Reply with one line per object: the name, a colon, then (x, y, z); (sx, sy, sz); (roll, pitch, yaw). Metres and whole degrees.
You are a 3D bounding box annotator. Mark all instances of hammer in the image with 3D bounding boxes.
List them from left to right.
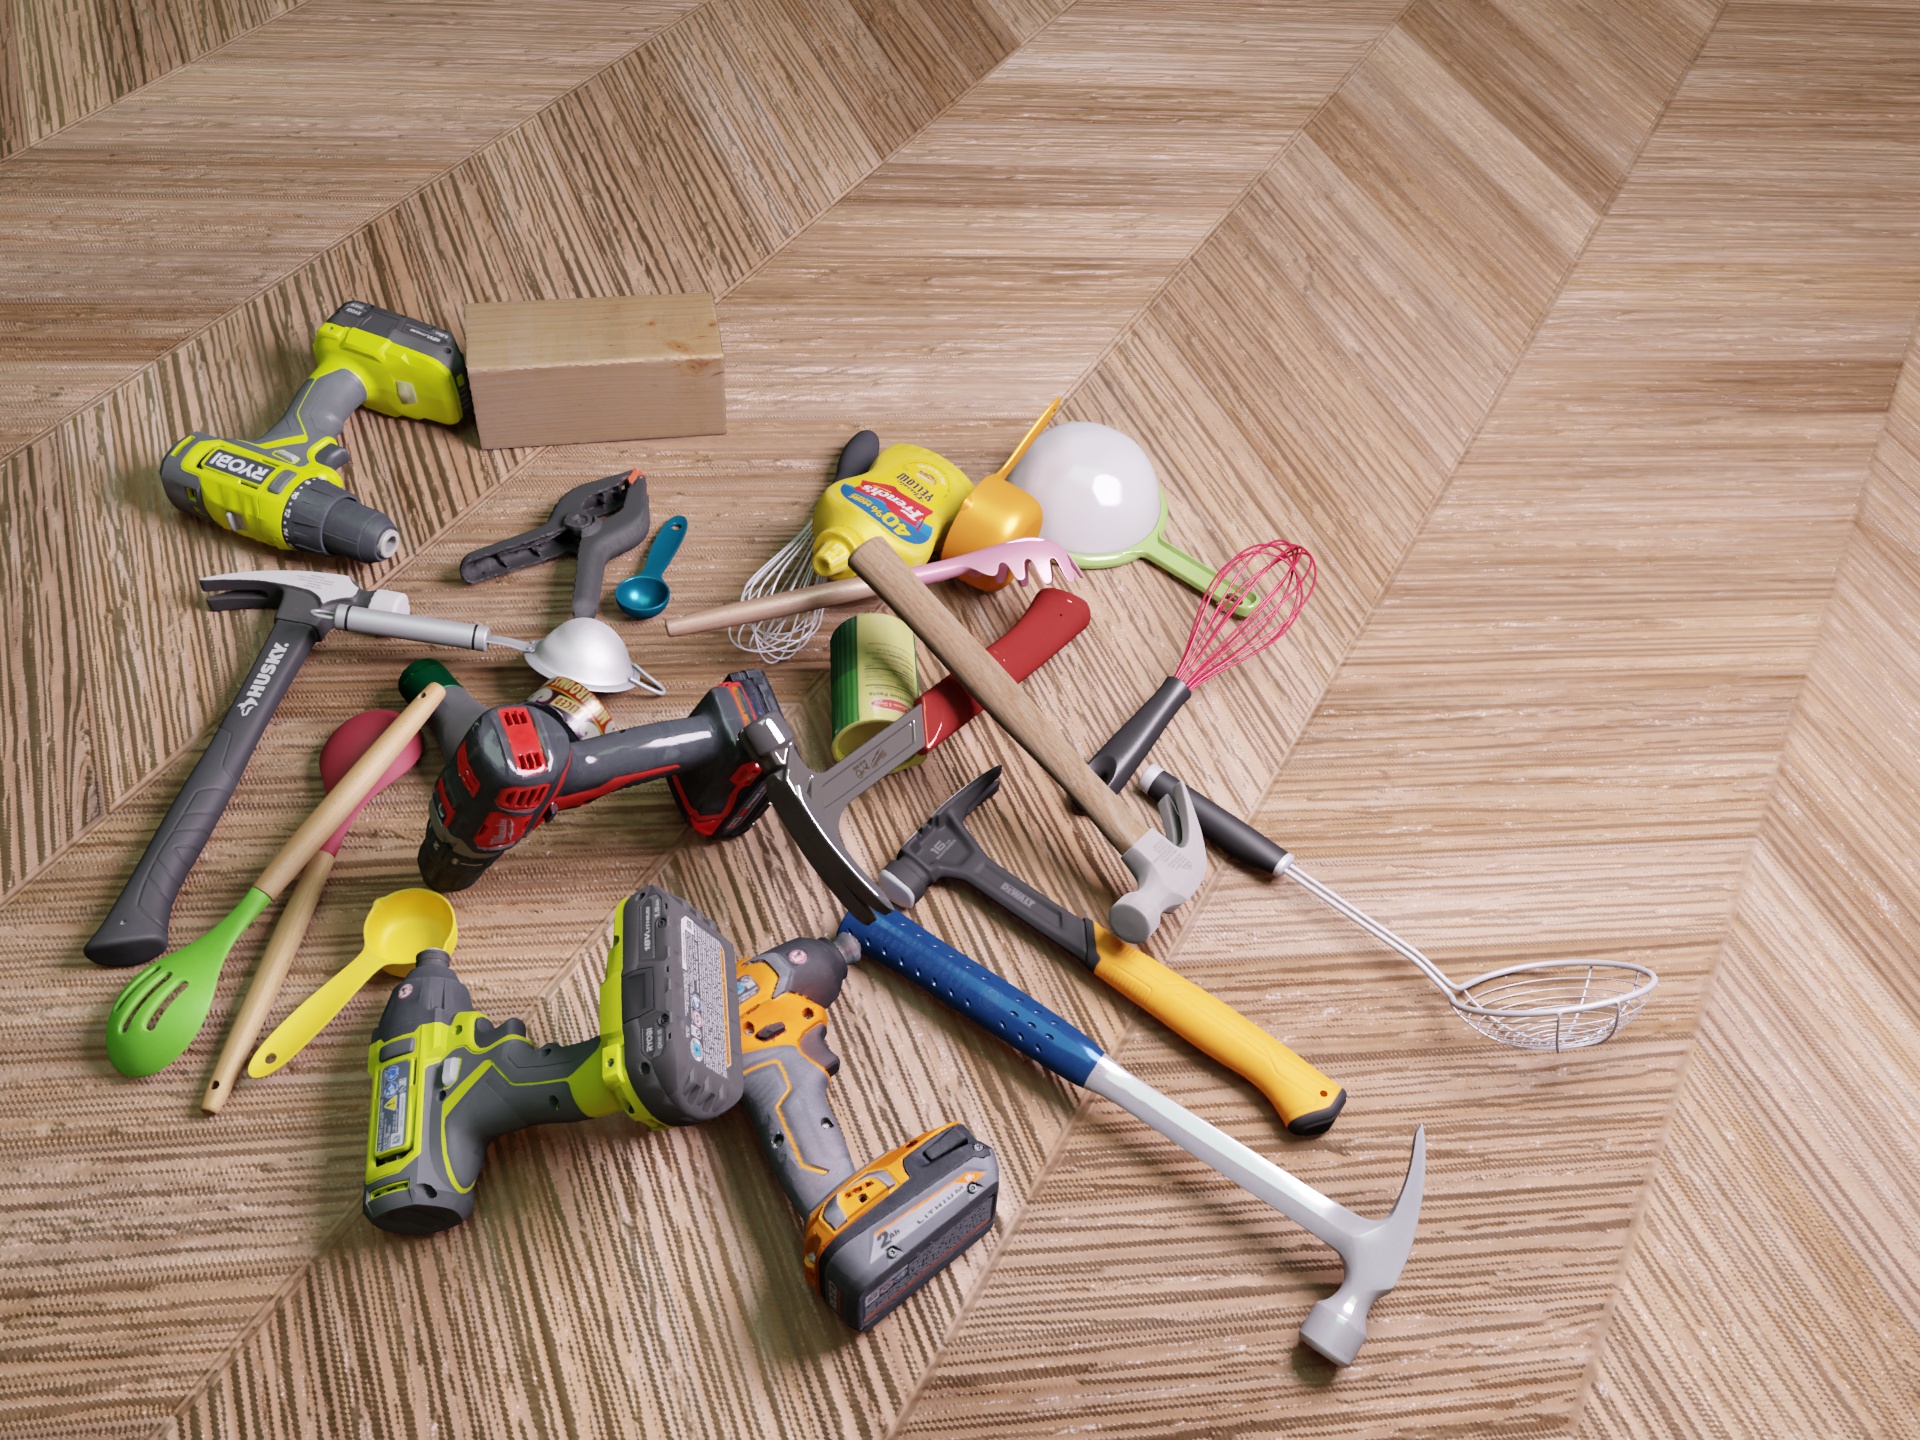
hammer: (-0.514, 0.022, 1.105); (0.146, 0.035, 0.335); (10, 51, 1)
hammer: (-0.002, -0.004, 1.130); (0.149, 0.036, 0.359); (56, 42, -3)
hammer: (0.044, -0.001, 1.098); (0.331, 0.031, 0.130); (48, 41, 7)
hammer: (0.097, 0.221, 0.998); (0.406, 0.035, 0.144); (30, 78, 21)
hammer: (0.112, 0.159, 1.069); (0.337, 0.034, 0.127); (34, 57, 19)

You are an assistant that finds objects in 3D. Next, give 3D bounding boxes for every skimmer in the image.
skimmer: (0.287, 0.110, 1.094); (0.363, 0.090, 0.127); (34, 23, 23)

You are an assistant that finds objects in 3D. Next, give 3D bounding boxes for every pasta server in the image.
pasta server: (-0.061, -0.093, 1.182); (0.316, 0.060, 0.040); (-13, 96, -14)

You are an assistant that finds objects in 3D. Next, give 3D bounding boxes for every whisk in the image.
whisk: (-0.113, -0.149, 1.279); (0.070, 0.070, 0.285); (16, 47, 6)
whisk: (0.177, -0.038, 1.207); (0.073, 0.073, 0.296); (34, 67, 19)

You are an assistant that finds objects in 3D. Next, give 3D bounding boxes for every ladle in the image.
ladle: (-0.431, 0.111, 1.050); (0.069, 0.031, 0.316); (6, 53, 4)

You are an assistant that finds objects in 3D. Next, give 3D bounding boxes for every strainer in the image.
strainer: (-0.343, -0.060, 1.164); (0.258, 0.050, 0.087); (8, 24, -8)
strainer: (0.145, -0.174, 1.315); (0.256, 0.069, 0.151); (36, 56, 22)

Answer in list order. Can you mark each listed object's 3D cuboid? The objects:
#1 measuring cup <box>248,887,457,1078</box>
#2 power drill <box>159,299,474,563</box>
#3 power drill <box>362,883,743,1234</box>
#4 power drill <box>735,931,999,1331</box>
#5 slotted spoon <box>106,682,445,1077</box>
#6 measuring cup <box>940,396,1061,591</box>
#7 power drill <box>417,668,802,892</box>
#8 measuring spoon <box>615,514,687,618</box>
measuring cup: (-0.384, 0.171, 1.008); (0.062, 0.029, 0.156); (31, 57, 17)
power drill: (-0.494, -0.226, 1.280); (0.190, 0.080, 0.229); (20, 55, 10)
power drill: (-0.245, 0.187, 0.930); (0.223, 0.080, 0.171); (-20, 53, 15)
power drill: (-0.078, 0.230, 0.962); (0.164, 0.084, 0.227); (-32, 57, -27)
slotted spoon: (-0.438, 0.091, 1.034); (0.070, 0.031, 0.314); (17, 57, 26)
measuring cup: (0.051, -0.180, 1.275); (0.052, 0.095, 0.173); (32, 80, 12)
power drill: (-0.239, 0.047, 1.047); (0.226, 0.188, 0.080); (-9, 65, -38)
measuring spoon: (-0.240, -0.120, 1.267); (0.042, 0.021, 0.129); (10, 42, 2)
